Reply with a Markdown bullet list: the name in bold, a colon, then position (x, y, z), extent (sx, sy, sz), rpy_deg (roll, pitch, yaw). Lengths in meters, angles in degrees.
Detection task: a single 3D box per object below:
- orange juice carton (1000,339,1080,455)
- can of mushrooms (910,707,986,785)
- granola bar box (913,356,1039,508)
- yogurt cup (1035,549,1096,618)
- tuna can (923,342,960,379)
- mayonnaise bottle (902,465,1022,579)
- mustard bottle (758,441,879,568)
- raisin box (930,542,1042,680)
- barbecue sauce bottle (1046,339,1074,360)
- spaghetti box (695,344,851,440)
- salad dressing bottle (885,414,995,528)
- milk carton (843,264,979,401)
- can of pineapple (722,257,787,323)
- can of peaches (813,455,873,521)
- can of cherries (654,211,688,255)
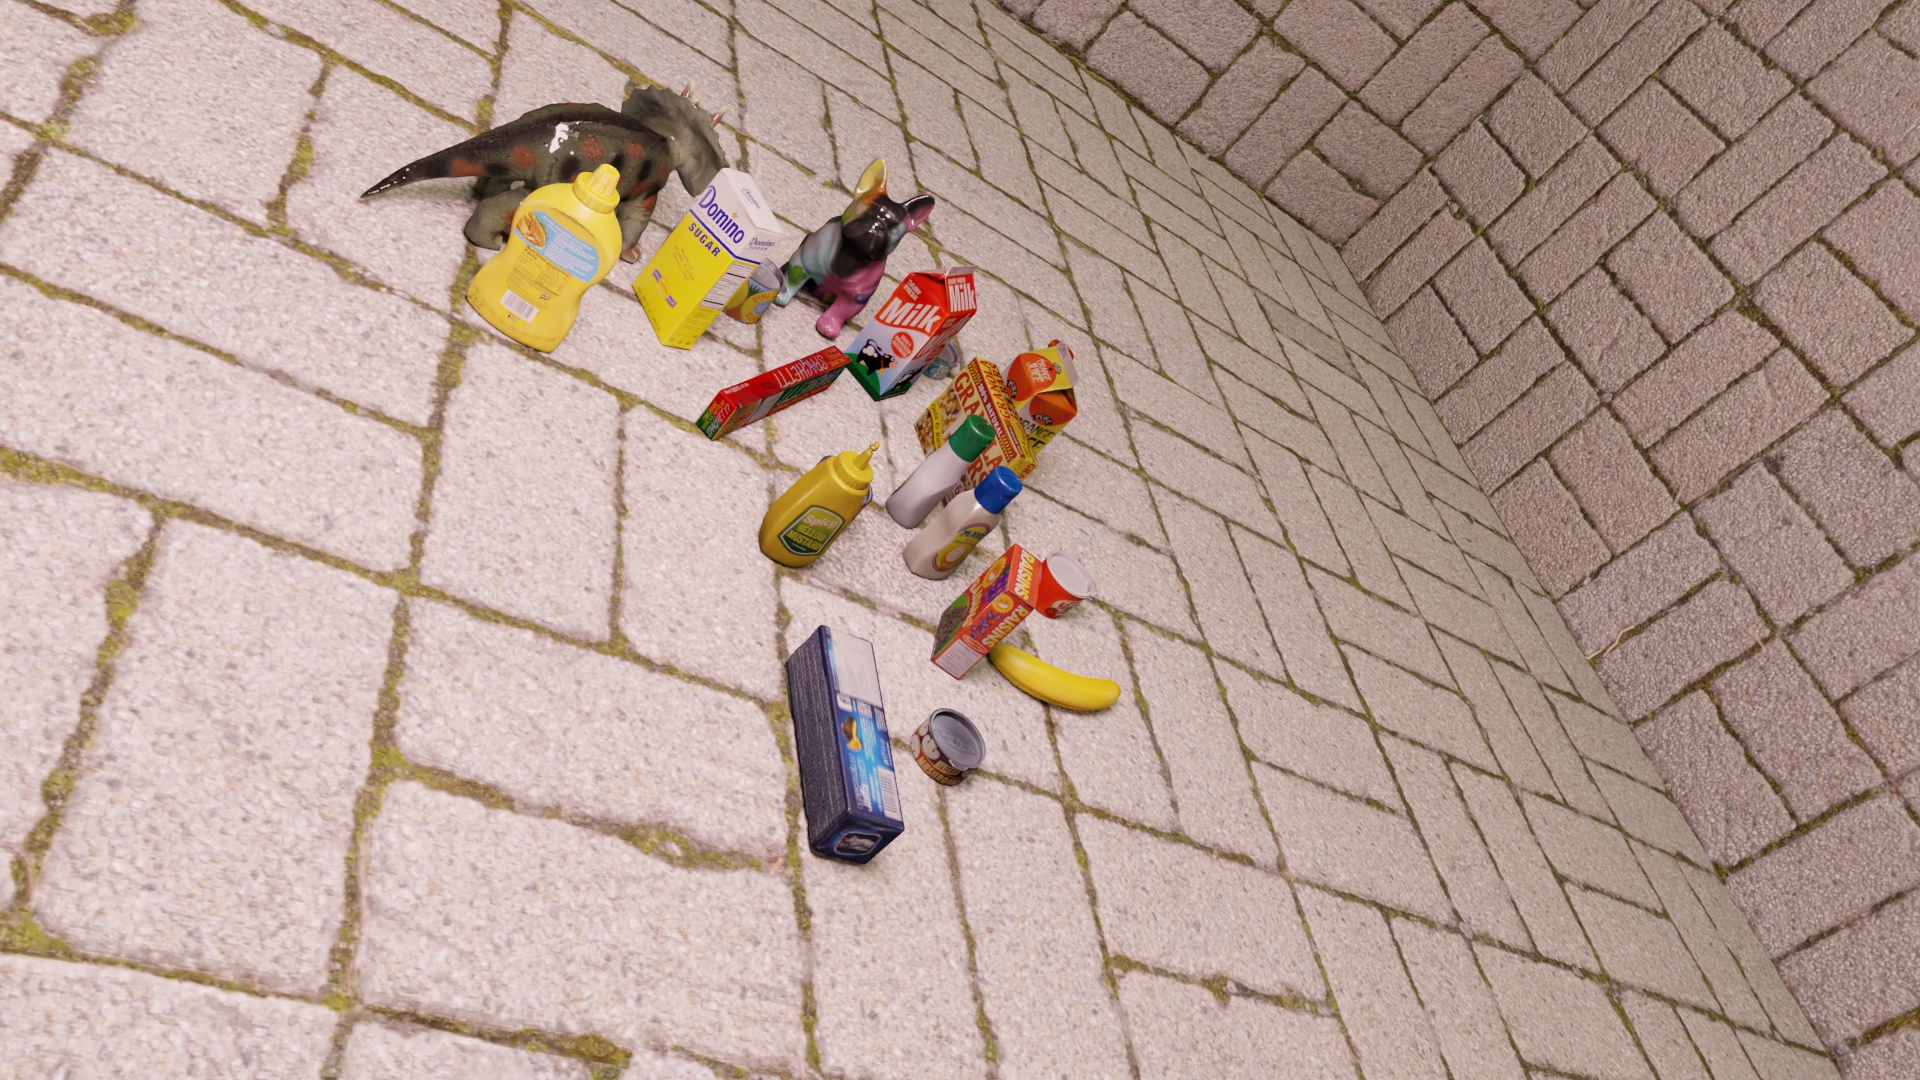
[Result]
- **orange juice carton**: position (0.071, -0.152, 1.660), extent (0.073, 0.192, 0.072), rpy_deg (20, 38, -37)
- **can of mushrooms**: position (-0.011, 0.193, 1.287), extent (0.071, 0.033, 0.071), rpy_deg (31, 32, -22)
- **granola bar box**: position (0.015, -0.113, 1.612), extent (0.039, 0.123, 0.166), rpy_deg (17, 39, -39)
- **yogurt cup**: position (0.110, 0.053, 1.592), extent (0.072, 0.053, 0.073), rpy_deg (31, 32, -22)
- **tuna can**: position (-0.035, -0.241, 1.802), extent (0.071, 0.032, 0.071), rpy_deg (31, 32, -22)
- **mayonnaise bottle**: position (0.005, -0.018, 1.457), extent (0.065, 0.147, 0.041), rpy_deg (11, 43, -44)
- **mustard bottle**: position (-0.127, -0.040, 1.310), extent (0.065, 0.159, 0.049), rpy_deg (25, 35, -31)
- **raisin box**: position (0.027, 0.071, 1.396), extent (0.040, 0.123, 0.086), rpy_deg (37, 30, -14)
- **barbecue sauce bottle**: position (0.085, -0.193, 1.773), extent (0.043, 0.148, 0.065), rpy_deg (46, 29, 2)
- **spaghetti box**: position (-0.195, -0.162, 1.489), extent (0.029, 0.050, 0.251), rpy_deg (46, 30, 3)
- **salad dressing bottle**: position (-0.021, -0.075, 1.496), extent (0.044, 0.147, 0.064), rpy_deg (50, 30, 10)
- **milk carton**: position (-0.051, -0.257, 1.644), extent (0.073, 0.189, 0.072), rpy_deg (50, 30, 9)
- **can of pineapple**: position (-0.241, -0.288, 1.583), extent (0.071, 0.057, 0.071), rpy_deg (31, 32, -22)
- **can of peaches**: position (-0.134, -0.044, 1.409), extent (0.071, 0.057, 0.071), rpy_deg (31, 32, -22)
- **can of cherries**: position (-0.301, -0.321, 1.551), extent (0.071, 0.058, 0.072), rpy_deg (31, 32, -22)
